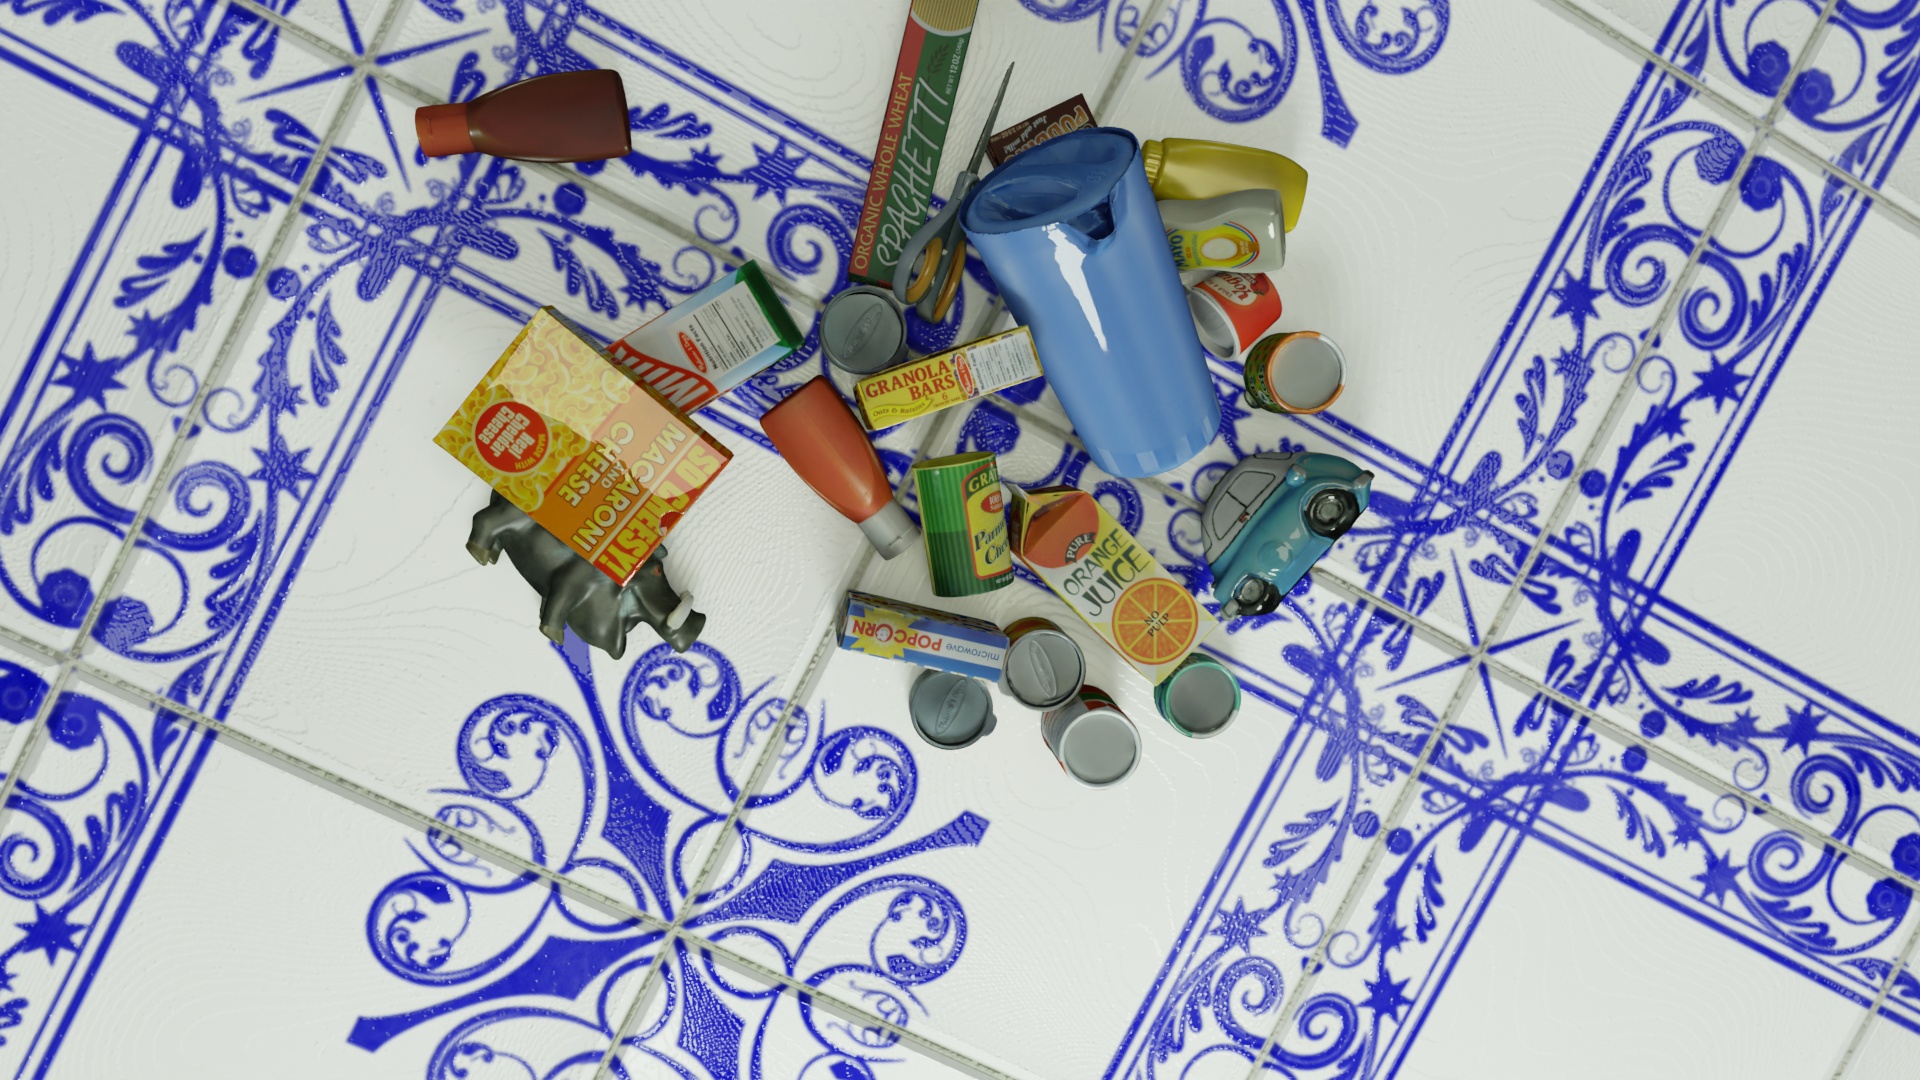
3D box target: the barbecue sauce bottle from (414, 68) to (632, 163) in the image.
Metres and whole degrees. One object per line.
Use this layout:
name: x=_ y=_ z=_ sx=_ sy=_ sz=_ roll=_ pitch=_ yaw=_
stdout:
barbecue sauce bottle: x=-0.322 y=-0.309 z=1.025 sx=0.149 sy=0.044 sz=0.064 roll=-7 pitch=97 yaw=-5

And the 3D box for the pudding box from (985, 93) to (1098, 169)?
pudding box: x=0.066 y=-0.305 z=1.077 sx=0.084 sy=0.030 sz=0.049 roll=-26 pitch=99 yaw=-3

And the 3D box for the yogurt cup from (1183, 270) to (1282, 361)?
yogurt cup: x=0.215 y=-0.183 z=1.091 sx=0.054 sy=0.072 sz=0.072 roll=-35 pitch=99 yaw=-10

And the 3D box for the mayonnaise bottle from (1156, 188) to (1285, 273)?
mayonnaise bottle: x=0.172 y=-0.233 z=1.064 sx=0.148 sy=0.041 sz=0.064 roll=-1 pitch=139 yaw=19

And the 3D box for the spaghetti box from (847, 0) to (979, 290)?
spaghetti box: x=-0.035 y=-0.317 z=1.065 sx=0.050 sy=0.029 sz=0.249 roll=13 pitch=94 yaw=-7

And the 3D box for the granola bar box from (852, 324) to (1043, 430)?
granola bar box: x=-0.014 y=-0.117 z=1.019 sx=0.124 sy=0.165 sz=0.039 roll=-19 pitch=96 yaw=-4

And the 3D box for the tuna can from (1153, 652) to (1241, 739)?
tuna can: x=0.193 y=0.125 z=1.135 sx=0.071 sy=0.033 sz=0.071 roll=-1 pitch=97 yaw=-7

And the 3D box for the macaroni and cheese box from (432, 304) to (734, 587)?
macaroni and cheese box: x=-0.265 y=-0.066 z=0.986 sx=0.166 sy=0.040 sz=0.123 roll=40 pitch=96 yaw=-10

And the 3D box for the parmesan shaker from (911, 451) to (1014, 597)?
parmesan shaker: x=0.004 y=-0.014 z=1.083 sx=0.071 sy=0.071 sz=0.103 roll=-11 pitch=100 yaw=-5

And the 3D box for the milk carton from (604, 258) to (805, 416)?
milk carton: x=-0.216 y=-0.129 z=1.042 sx=0.191 sy=0.072 sz=0.073 roll=-32 pitch=98 yaw=-3

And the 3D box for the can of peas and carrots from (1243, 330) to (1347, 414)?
can of peas and carrots: x=0.263 y=-0.132 z=1.103 sx=0.071 sy=0.059 sz=0.071 roll=-1 pitch=96 yaw=-6

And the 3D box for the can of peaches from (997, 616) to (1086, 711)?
can of peaches: x=0.059 y=0.098 z=1.104 sx=0.071 sy=0.058 sz=0.071 roll=-1 pitch=97 yaw=-6

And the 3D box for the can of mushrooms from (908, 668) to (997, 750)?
can of mushrooms: x=-0.006 y=0.133 z=1.113 sx=0.071 sy=0.033 sz=0.071 roll=-1 pitch=95 yaw=-7

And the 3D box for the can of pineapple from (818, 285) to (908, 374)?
can of pineapple: x=-0.075 y=-0.158 z=1.062 sx=0.071 sy=0.058 sz=0.071 roll=-1 pitch=97 yaw=-6

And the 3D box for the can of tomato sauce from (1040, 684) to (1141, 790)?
can of tomato sauce: x=0.105 y=0.156 z=1.103 sx=0.071 sy=0.083 sz=0.071 roll=-1 pitch=96 yaw=-6

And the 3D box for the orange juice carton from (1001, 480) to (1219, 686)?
orange juice carton: x=0.105 y=0.020 z=1.094 sx=0.192 sy=0.072 sz=0.073 roll=44 pitch=89 yaw=-9

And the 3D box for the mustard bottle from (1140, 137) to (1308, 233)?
mustard bottle: x=0.187 y=-0.283 z=1.084 sx=0.160 sy=0.049 sz=0.065 roll=13 pitch=95 yaw=-7

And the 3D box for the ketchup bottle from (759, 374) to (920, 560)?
ketchup bottle: x=-0.088 y=-0.053 z=1.078 sx=0.064 sy=0.043 sz=0.148 roll=-36 pitch=99 yaw=6

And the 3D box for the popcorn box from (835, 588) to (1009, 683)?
popcorn box: x=-0.031 y=0.073 z=1.077 sx=0.127 sy=0.085 sz=0.038 roll=13 pitch=94 yaw=-7
